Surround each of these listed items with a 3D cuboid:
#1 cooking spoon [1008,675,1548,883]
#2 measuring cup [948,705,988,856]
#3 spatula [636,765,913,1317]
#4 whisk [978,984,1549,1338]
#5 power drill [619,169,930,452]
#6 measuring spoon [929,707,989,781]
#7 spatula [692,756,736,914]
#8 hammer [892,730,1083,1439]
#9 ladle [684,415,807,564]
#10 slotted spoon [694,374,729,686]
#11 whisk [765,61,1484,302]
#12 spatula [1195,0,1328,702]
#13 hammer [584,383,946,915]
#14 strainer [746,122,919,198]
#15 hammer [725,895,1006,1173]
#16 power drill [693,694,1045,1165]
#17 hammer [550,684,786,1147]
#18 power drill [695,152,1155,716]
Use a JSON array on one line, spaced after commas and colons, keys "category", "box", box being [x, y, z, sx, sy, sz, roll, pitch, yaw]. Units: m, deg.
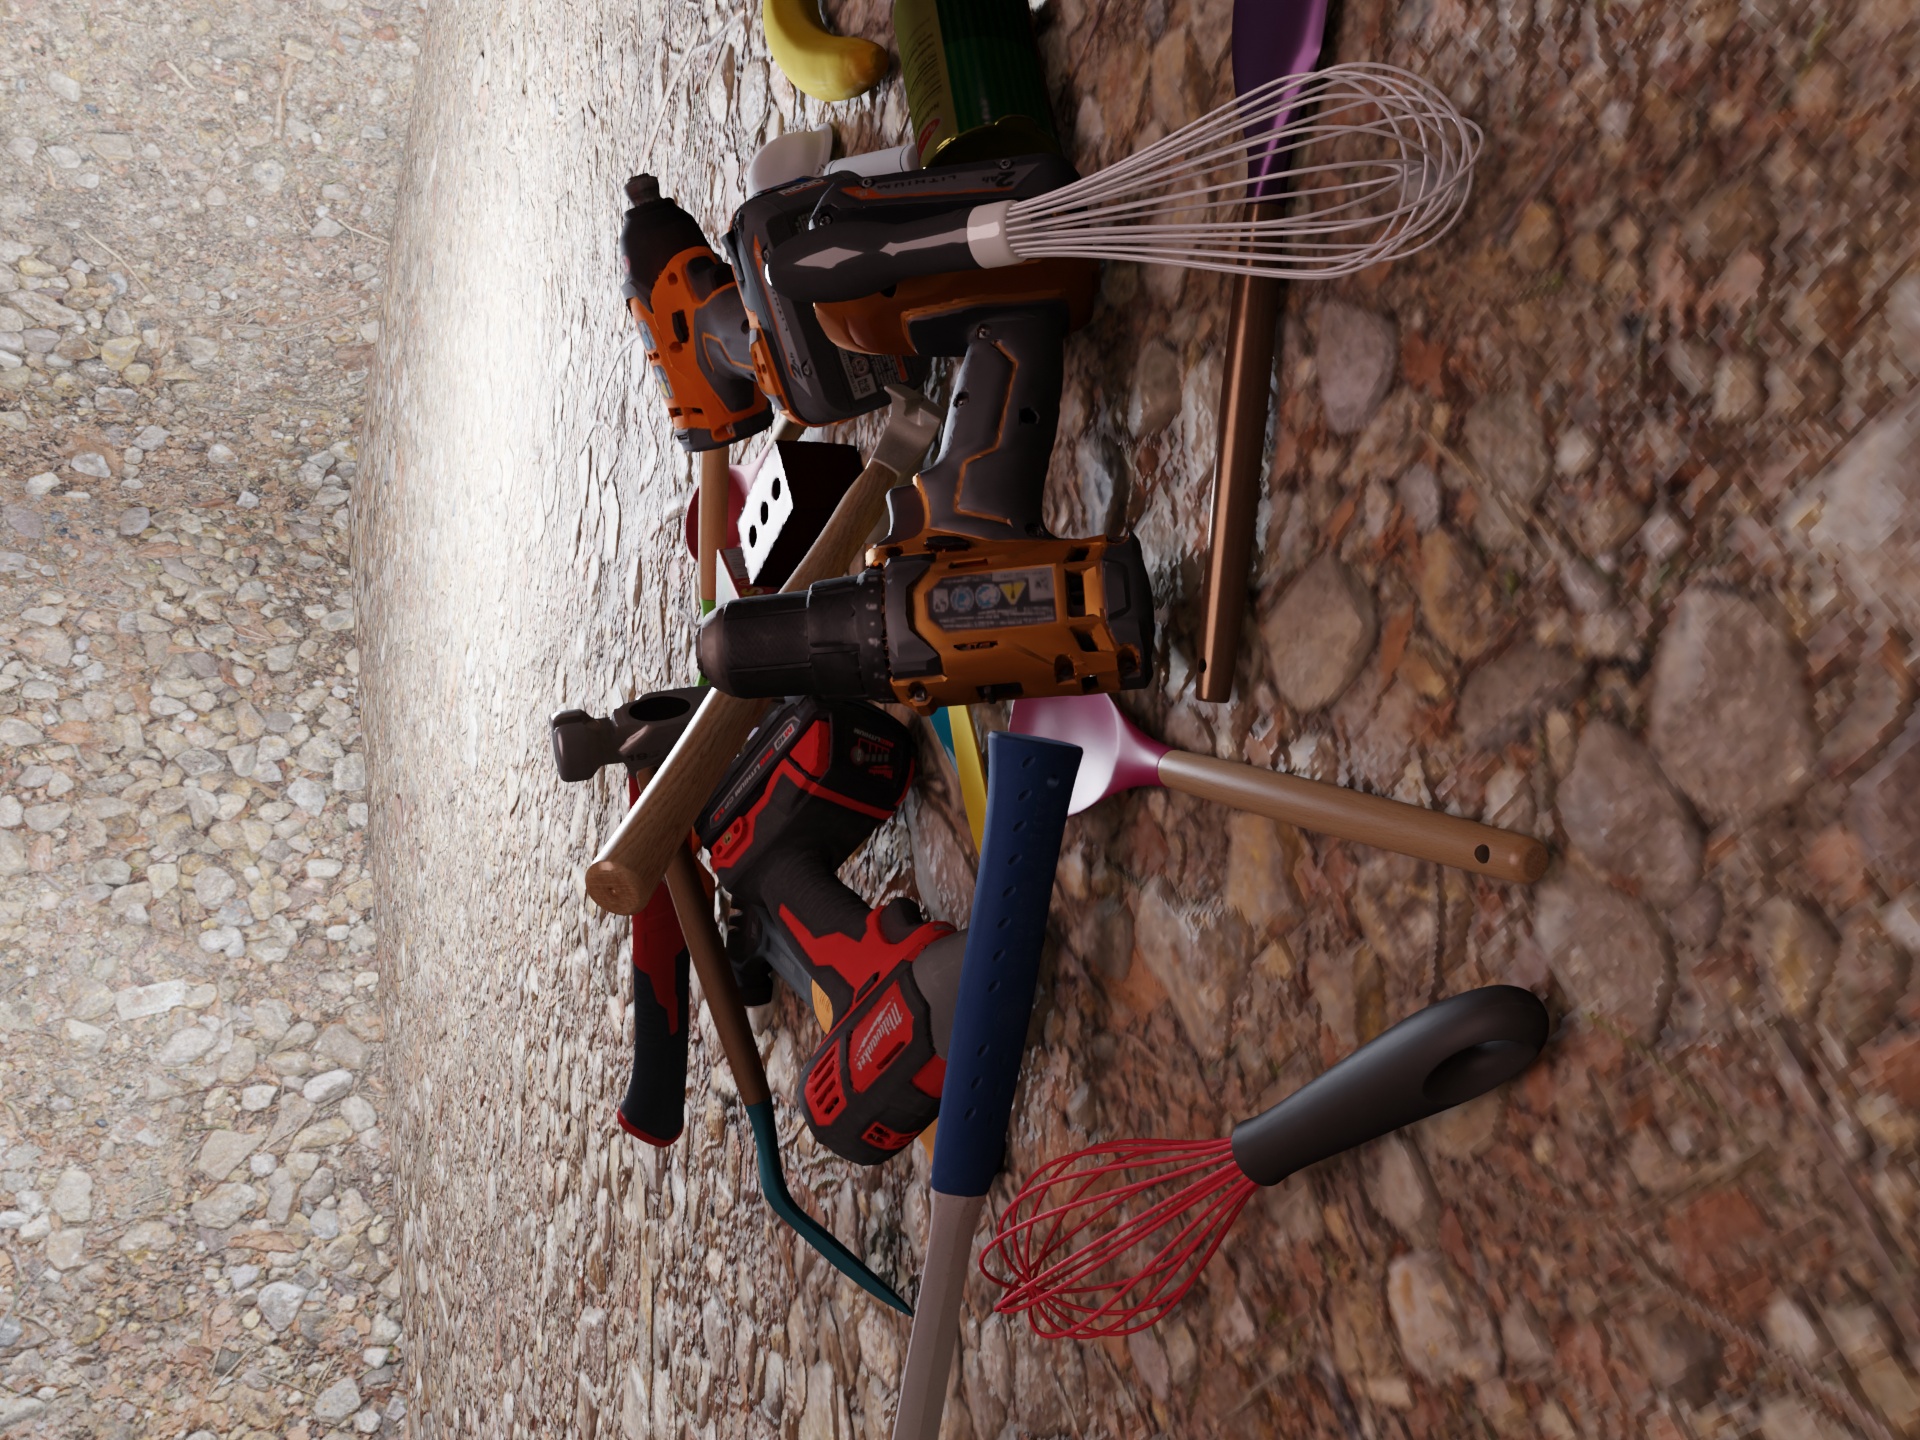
[{"category": "cooking spoon", "box": [0.096, 0.022, 0.603, 0.319, 0.017, 0.069, 15, 97, 63]}, {"category": "measuring cup", "box": [0.011, -0.005, 0.757, 0.062, 0.029, 0.157, -43, 51, 55]}, {"category": "spatula", "box": [-0.106, 0.172, 0.842, 0.082, 0.044, 0.317, -12, 97, 64]}, {"category": "whisk", "box": [0.094, 0.158, 0.560, 0.295, 0.073, 0.073, -47, 47, 45]}, {"category": "power drill", "box": [-0.121, -0.238, 0.891, 0.227, 0.084, 0.164, 10, 123, 56]}, {"category": "measuring spoon", "box": [-0.001, -0.003, 0.802, 0.129, 0.021, 0.042, 62, 142, 29]}, {"category": "spatula", "box": [-0.149, 0.054, 0.995, 0.322, 0.041, 0.081, 115, 160, -49]}, {"category": "hammer", "box": [0.003, 0.207, 0.670, 0.035, 0.144, 0.405, 15, 96, 60]}, {"category": "ladle", "box": [-0.107, -0.187, 1.001, 0.315, 0.031, 0.069, -41, 63, 52]}, {"category": "slotted spoon", "box": [-0.163, -0.106, 1.048, 0.070, 0.031, 0.313, -59, -26, -72]}, {"category": "whisk", "box": [0.042, -0.179, 0.568, 0.285, 0.070, 0.070, 2, 90, 34]}, {"category": "spatula", "box": [0.109, -0.164, 0.591, 0.060, 0.018, 0.316, 11, 97, 63]}, {"category": "hammer", "box": [-0.081, -0.044, 0.737, 0.130, 0.031, 0.331, -58, 4, 49]}, {"category": "strainer", "box": [-0.075, -0.323, 0.939, 0.259, 0.050, 0.087, 22, 94, 58]}, {"category": "hammer", "box": [-0.063, 0.157, 0.885, 0.337, 0.034, 0.127, 29, 115, 60]}, {"category": "power drill", "box": [-0.044, 0.090, 0.783, 0.143, 0.078, 0.220, -48, 45, 19]}, {"category": "hammer", "box": [-0.166, 0.134, 0.969, 0.038, 0.143, 0.386, -116, 26, -43]}, {"category": "power drill", "box": [-0.020, -0.112, 0.666, 0.084, 0.185, 0.226, 63, -158, -72]}]
